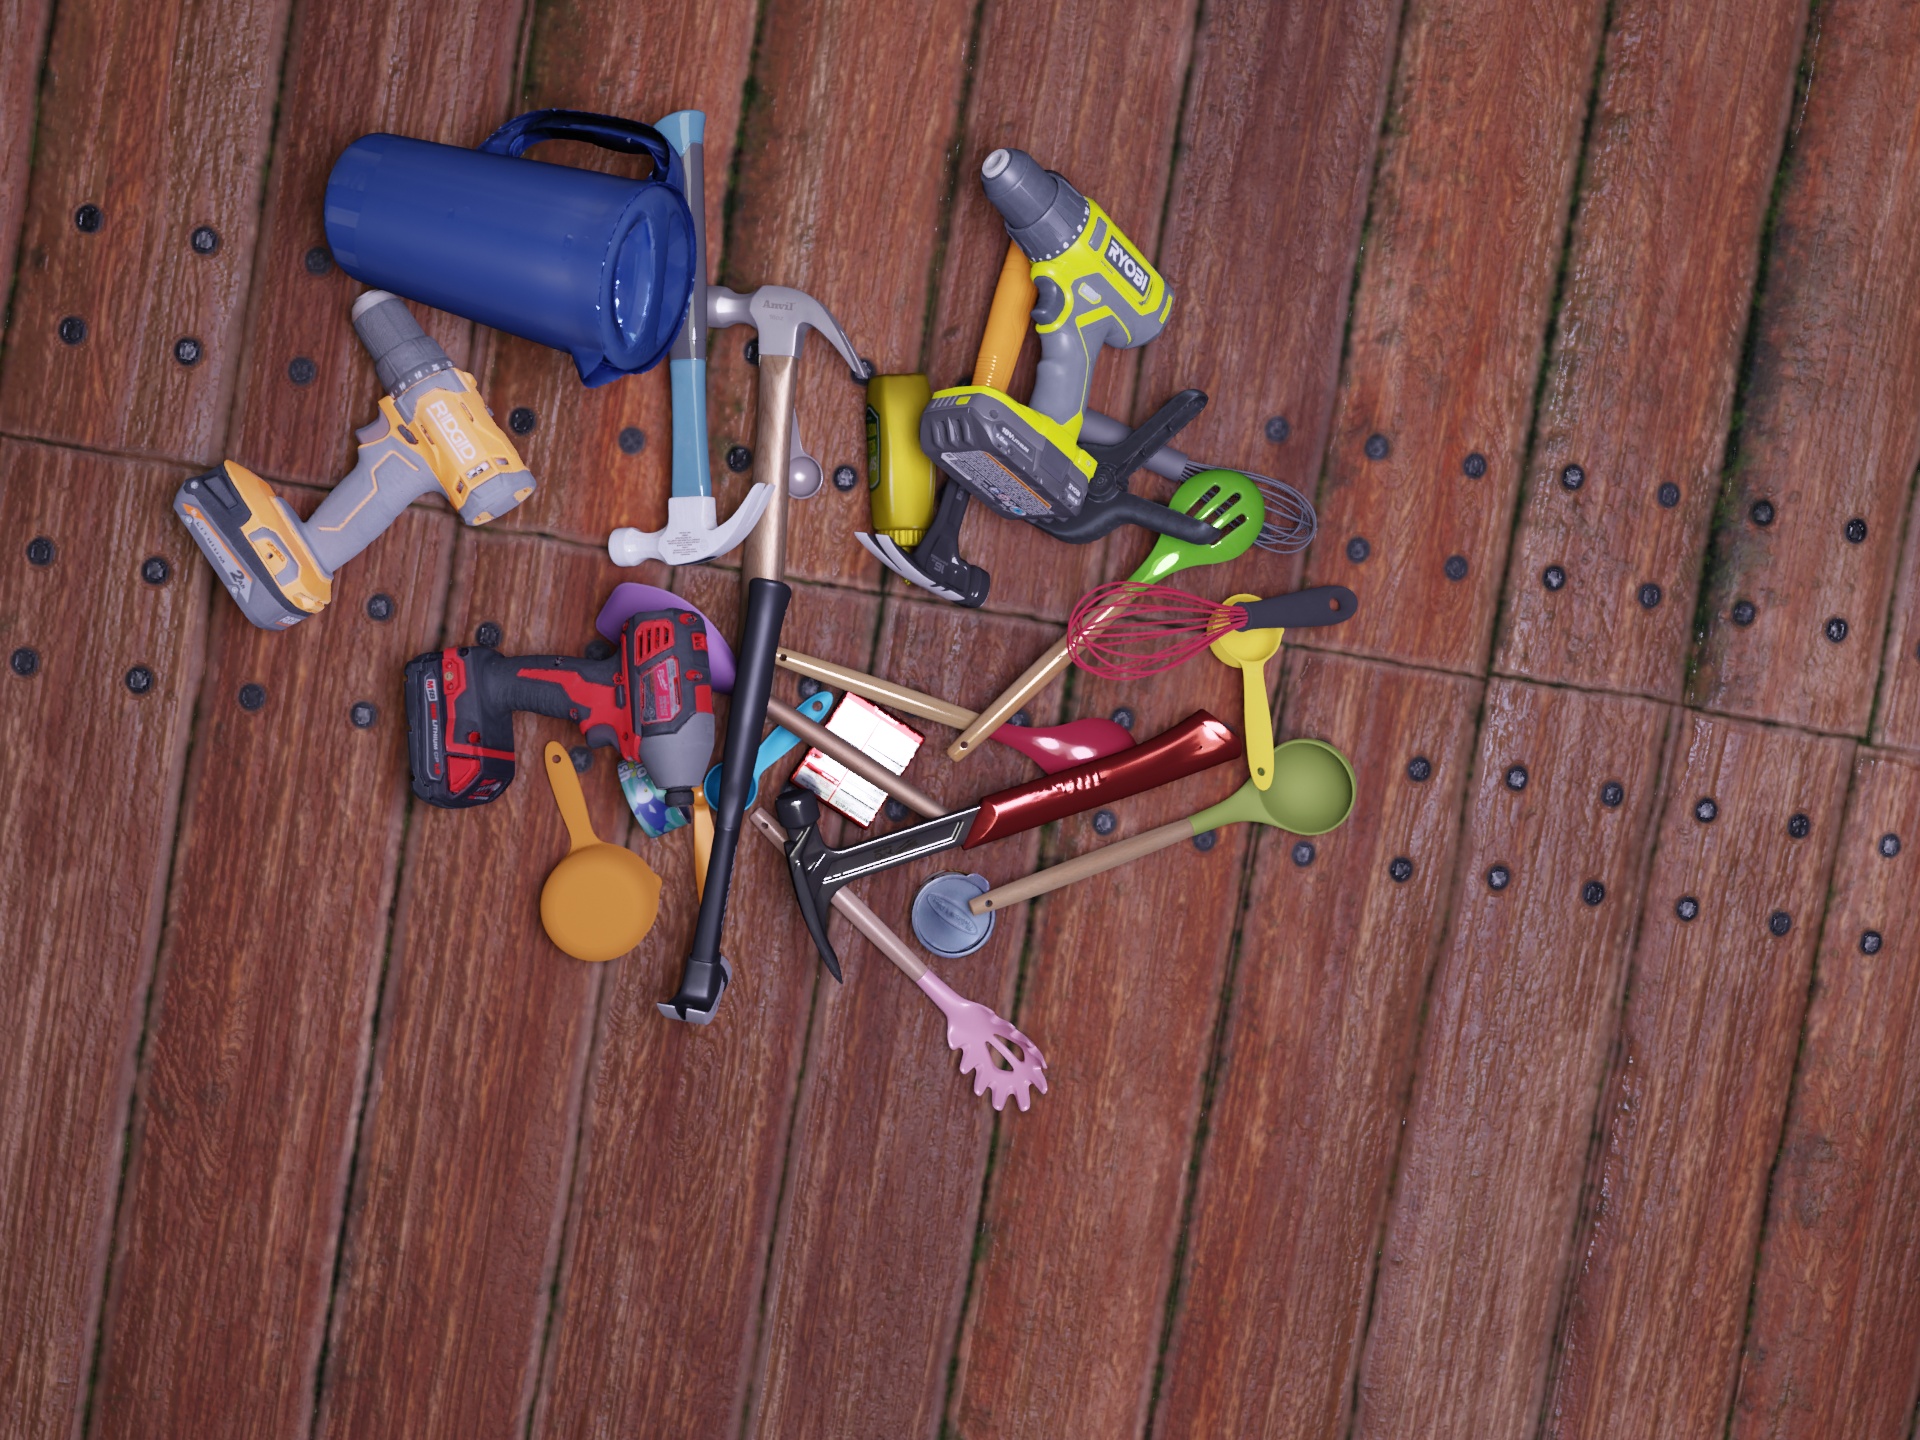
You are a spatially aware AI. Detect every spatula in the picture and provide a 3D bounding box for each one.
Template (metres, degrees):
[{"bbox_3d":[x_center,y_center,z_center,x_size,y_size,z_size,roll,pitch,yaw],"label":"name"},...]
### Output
[{"bbox_3d":[-0.132,-0.006,1.208,0.316,0.018,0.059,34,103,-7],"label":"spatula"}]

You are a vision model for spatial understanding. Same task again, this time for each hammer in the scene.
[{"bbox_3d":[-0.205,-0.282,1.185,0.128,0.033,0.331,1,96,17],"label":"hammer"},{"bbox_3d":[0.018,-0.261,1.198,0.127,0.034,0.337,25,79,-48],"label":"hammer"},{"bbox_3d":[0.047,0.076,1.212,0.359,0.037,0.149,-17,104,-10],"label":"hammer"},{"bbox_3d":[-0.168,0.061,1.163,0.035,0.146,0.335,11,97,-1],"label":"hammer"},{"bbox_3d":[-0.145,-0.161,1.214,0.130,0.031,0.331,7,97,14],"label":"hammer"}]

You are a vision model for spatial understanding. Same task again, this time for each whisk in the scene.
[{"bbox_3d":[0.171,-0.195,1.248,0.239,0.055,0.055,24,91,-2],"label":"whisk"},{"bbox_3d":[0.197,-0.077,1.196,0.295,0.073,0.073,-9,95,-35],"label":"whisk"}]

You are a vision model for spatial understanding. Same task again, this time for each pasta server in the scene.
[{"bbox_3d":[-0.050,0.184,1.251,0.060,0.040,0.316,-44,95,9],"label":"pasta server"}]

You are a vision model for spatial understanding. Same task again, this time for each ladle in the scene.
[{"bbox_3d":[-0.002,-0.004,1.231,0.315,0.031,0.069,19,93,-12],"label":"ladle"},{"bbox_3d":[0.159,0.093,1.241,0.320,0.062,0.078,-19,92,-9],"label":"ladle"}]

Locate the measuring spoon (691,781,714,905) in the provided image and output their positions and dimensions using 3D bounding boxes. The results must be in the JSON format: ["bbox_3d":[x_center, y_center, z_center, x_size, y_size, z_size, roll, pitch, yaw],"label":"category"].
[{"bbox_3d":[-0.199,0.106,1.245,0.021,0.011,0.117,-6,94,-5],"label":"measuring spoon"}]

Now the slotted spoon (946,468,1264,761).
[{"bbox_3d":[0.109,-0.077,1.210,0.314,0.031,0.070,-43,87,1],"label":"slotted spoon"}]

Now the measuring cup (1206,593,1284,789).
[{"bbox_3d":[0.226,-0.021,1.250,0.062,0.029,0.156,0,79,-16],"label":"measuring cup"}]

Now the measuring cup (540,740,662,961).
[{"bbox_3d":[-0.289,0.101,1.215,0.095,0.052,0.173,-17,97,-4],"label":"measuring cup"}]

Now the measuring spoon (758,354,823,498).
[{"bbox_3d":[-0.133,-0.231,1.232,0.034,0.018,0.124,-16,88,14],"label":"measuring spoon"}]

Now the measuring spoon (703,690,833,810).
[{"bbox_3d":[-0.149,0.022,1.246,0.128,0.021,0.042,-44,104,-11],"label":"measuring spoon"}]

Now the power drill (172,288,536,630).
[{"bbox_3d":[-0.456,-0.193,1.173,0.226,0.084,0.185,-33,93,-7],"label":"power drill"}]

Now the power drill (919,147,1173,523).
[{"bbox_3d":[0.056,-0.278,1.154,0.190,0.080,0.228,34,70,-40],"label":"power drill"}]

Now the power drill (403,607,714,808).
[{"bbox_3d":[-0.286,0.002,1.163,0.219,0.078,0.143,-8,84,10],"label":"power drill"}]
